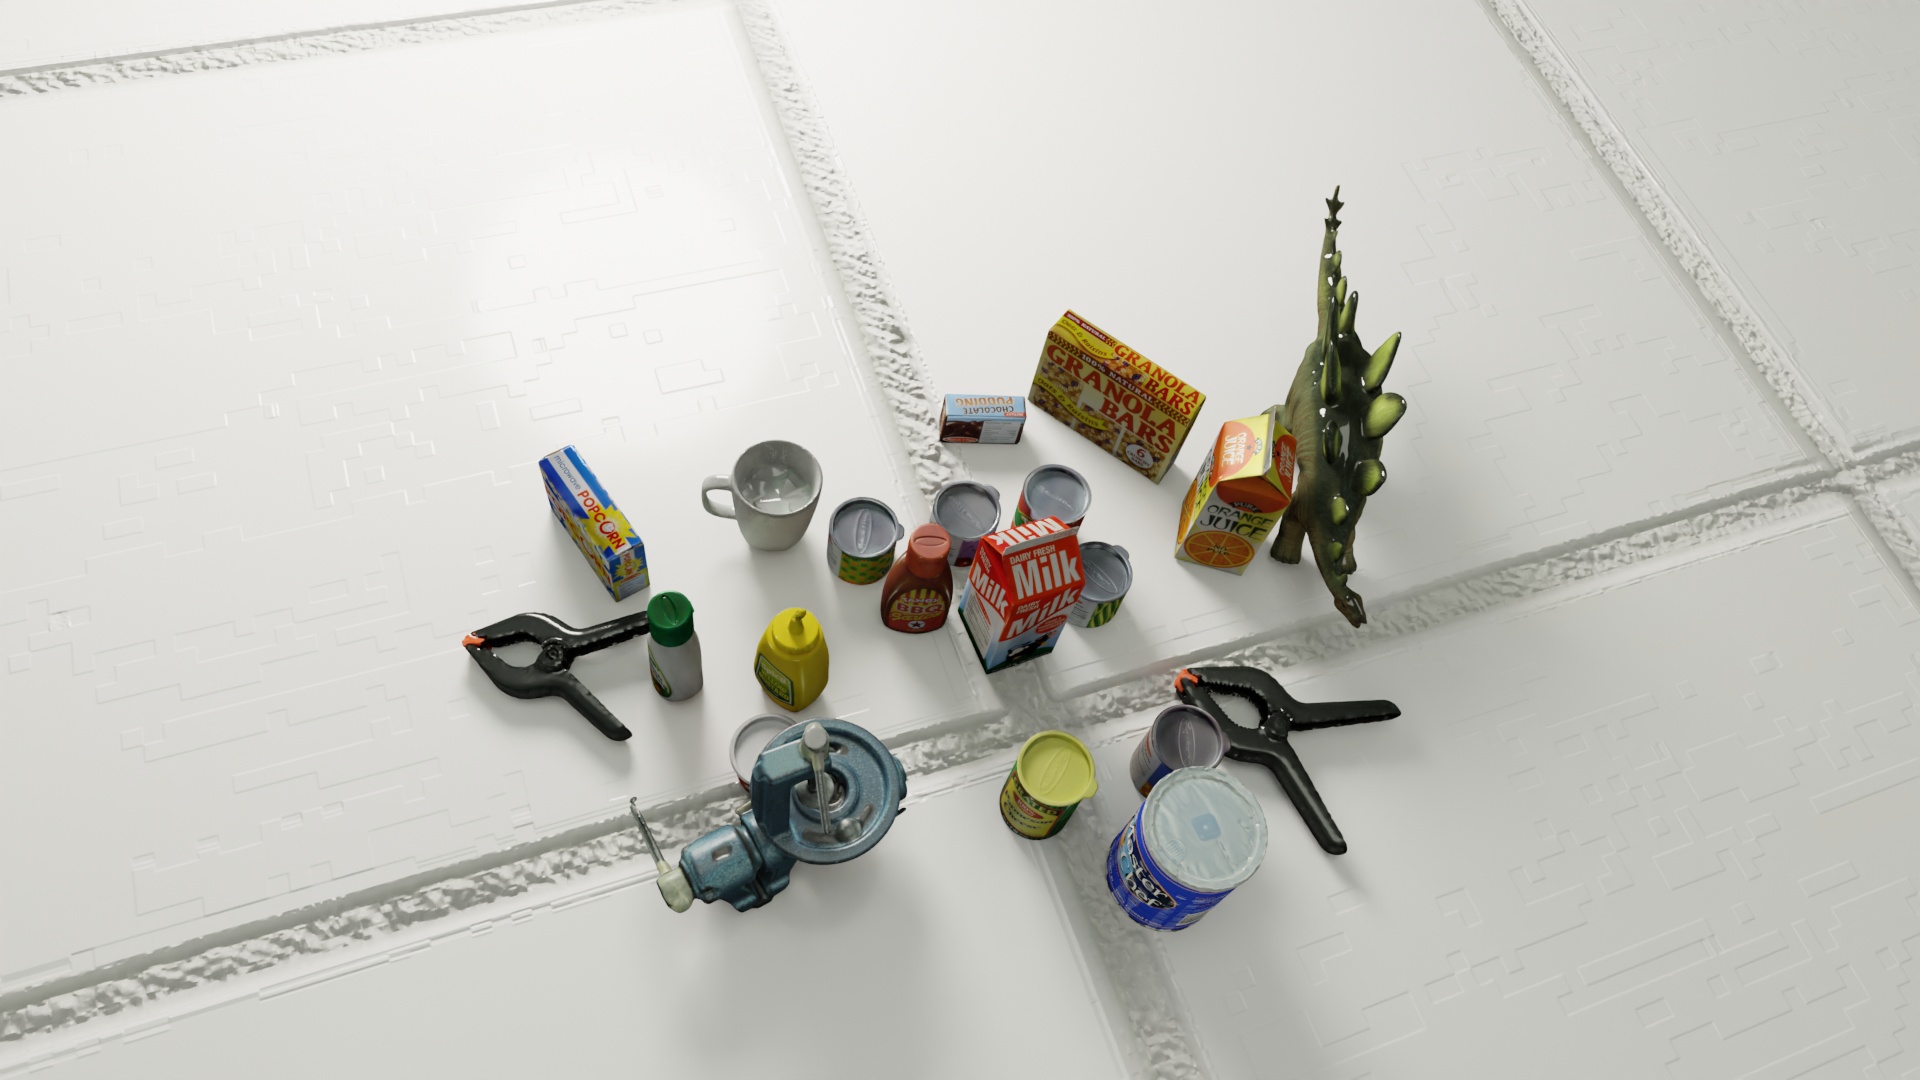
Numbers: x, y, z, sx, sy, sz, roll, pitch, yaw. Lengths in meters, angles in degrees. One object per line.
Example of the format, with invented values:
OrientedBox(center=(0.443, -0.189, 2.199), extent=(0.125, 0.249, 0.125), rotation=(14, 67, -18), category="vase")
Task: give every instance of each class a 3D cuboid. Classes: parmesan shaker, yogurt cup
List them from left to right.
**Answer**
OrientedBox(center=(-0.166, 0.190, 1.203), extent=(0.072, 0.053, 0.073), rotation=(4, 61, -7), category="yogurt cup")
OrientedBox(center=(0.075, 0.215, 1.198), extent=(0.071, 0.102, 0.071), rotation=(4, 61, -7), category="parmesan shaker")

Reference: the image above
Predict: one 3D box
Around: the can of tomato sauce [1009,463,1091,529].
OrientedBox(center=(0.085, -0.023, 1.345), extent=(0.071, 0.082, 0.071), rotation=(4, 61, -7), category="can of tomato sauce")

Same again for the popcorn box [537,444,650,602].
OrientedBox(center=(-0.336, -0.016, 1.274), extent=(0.038, 0.084, 0.127), rotation=(-31, 70, -23), category="popcorn box")

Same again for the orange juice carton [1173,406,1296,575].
OrientedBox(center=(0.267, -0.048, 1.324), extent=(0.073, 0.191, 0.072), rotation=(14, 60, -1), category="orange juice carton")

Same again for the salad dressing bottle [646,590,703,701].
OrientedBox(center=(-0.246, 0.090, 1.193), extent=(0.044, 0.147, 0.064), rotation=(-20, 66, -18), category="salad dressing bottle")

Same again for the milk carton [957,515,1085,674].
OrientedBox(center=(0.055, 0.042, 1.242), extent=(0.072, 0.189, 0.073), rotation=(-17, 65, -17), category="milk carton")

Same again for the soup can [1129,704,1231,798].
OrientedBox(center=(0.195, 0.193, 1.240), extent=(0.071, 0.083, 0.071), rotation=(4, 61, -7), category="soup can")

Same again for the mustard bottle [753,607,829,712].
OrientedBox(center=(-0.145, 0.095, 1.198), extent=(0.065, 0.159, 0.049), rotation=(39, 63, 13), category="mustard bottle")

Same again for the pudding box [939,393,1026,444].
OrientedBox(center=(0.022, -0.123, 1.411), extent=(0.084, 0.049, 0.030), rotation=(0, 61, -9), category="pudding box")

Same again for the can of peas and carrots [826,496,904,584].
OrientedBox(center=(-0.091, 0.001, 1.318), extent=(0.071, 0.058, 0.071), rotation=(4, 61, -7), category="can of peas and carrots")

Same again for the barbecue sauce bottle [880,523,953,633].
OrientedBox(center=(-0.036, 0.035, 1.256), extent=(0.065, 0.147, 0.044), rotation=(1, 61, -8), category="barbecue sauce bottle")

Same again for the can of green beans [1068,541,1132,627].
OrientedBox(center=(0.126, 0.043, 1.329), extent=(0.071, 0.057, 0.071), rotation=(4, 61, -7), category="can of green beans")

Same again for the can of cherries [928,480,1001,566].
OrientedBox(center=(0.005, -0.017, 1.343), extent=(0.071, 0.058, 0.072), rotation=(4, 61, -7), category="can of cherries")

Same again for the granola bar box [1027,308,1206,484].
OrientedBox(center=(0.155, -0.144, 1.400), extent=(0.166, 0.123, 0.039), rotation=(34, 62, 11), category="granola bar box")
